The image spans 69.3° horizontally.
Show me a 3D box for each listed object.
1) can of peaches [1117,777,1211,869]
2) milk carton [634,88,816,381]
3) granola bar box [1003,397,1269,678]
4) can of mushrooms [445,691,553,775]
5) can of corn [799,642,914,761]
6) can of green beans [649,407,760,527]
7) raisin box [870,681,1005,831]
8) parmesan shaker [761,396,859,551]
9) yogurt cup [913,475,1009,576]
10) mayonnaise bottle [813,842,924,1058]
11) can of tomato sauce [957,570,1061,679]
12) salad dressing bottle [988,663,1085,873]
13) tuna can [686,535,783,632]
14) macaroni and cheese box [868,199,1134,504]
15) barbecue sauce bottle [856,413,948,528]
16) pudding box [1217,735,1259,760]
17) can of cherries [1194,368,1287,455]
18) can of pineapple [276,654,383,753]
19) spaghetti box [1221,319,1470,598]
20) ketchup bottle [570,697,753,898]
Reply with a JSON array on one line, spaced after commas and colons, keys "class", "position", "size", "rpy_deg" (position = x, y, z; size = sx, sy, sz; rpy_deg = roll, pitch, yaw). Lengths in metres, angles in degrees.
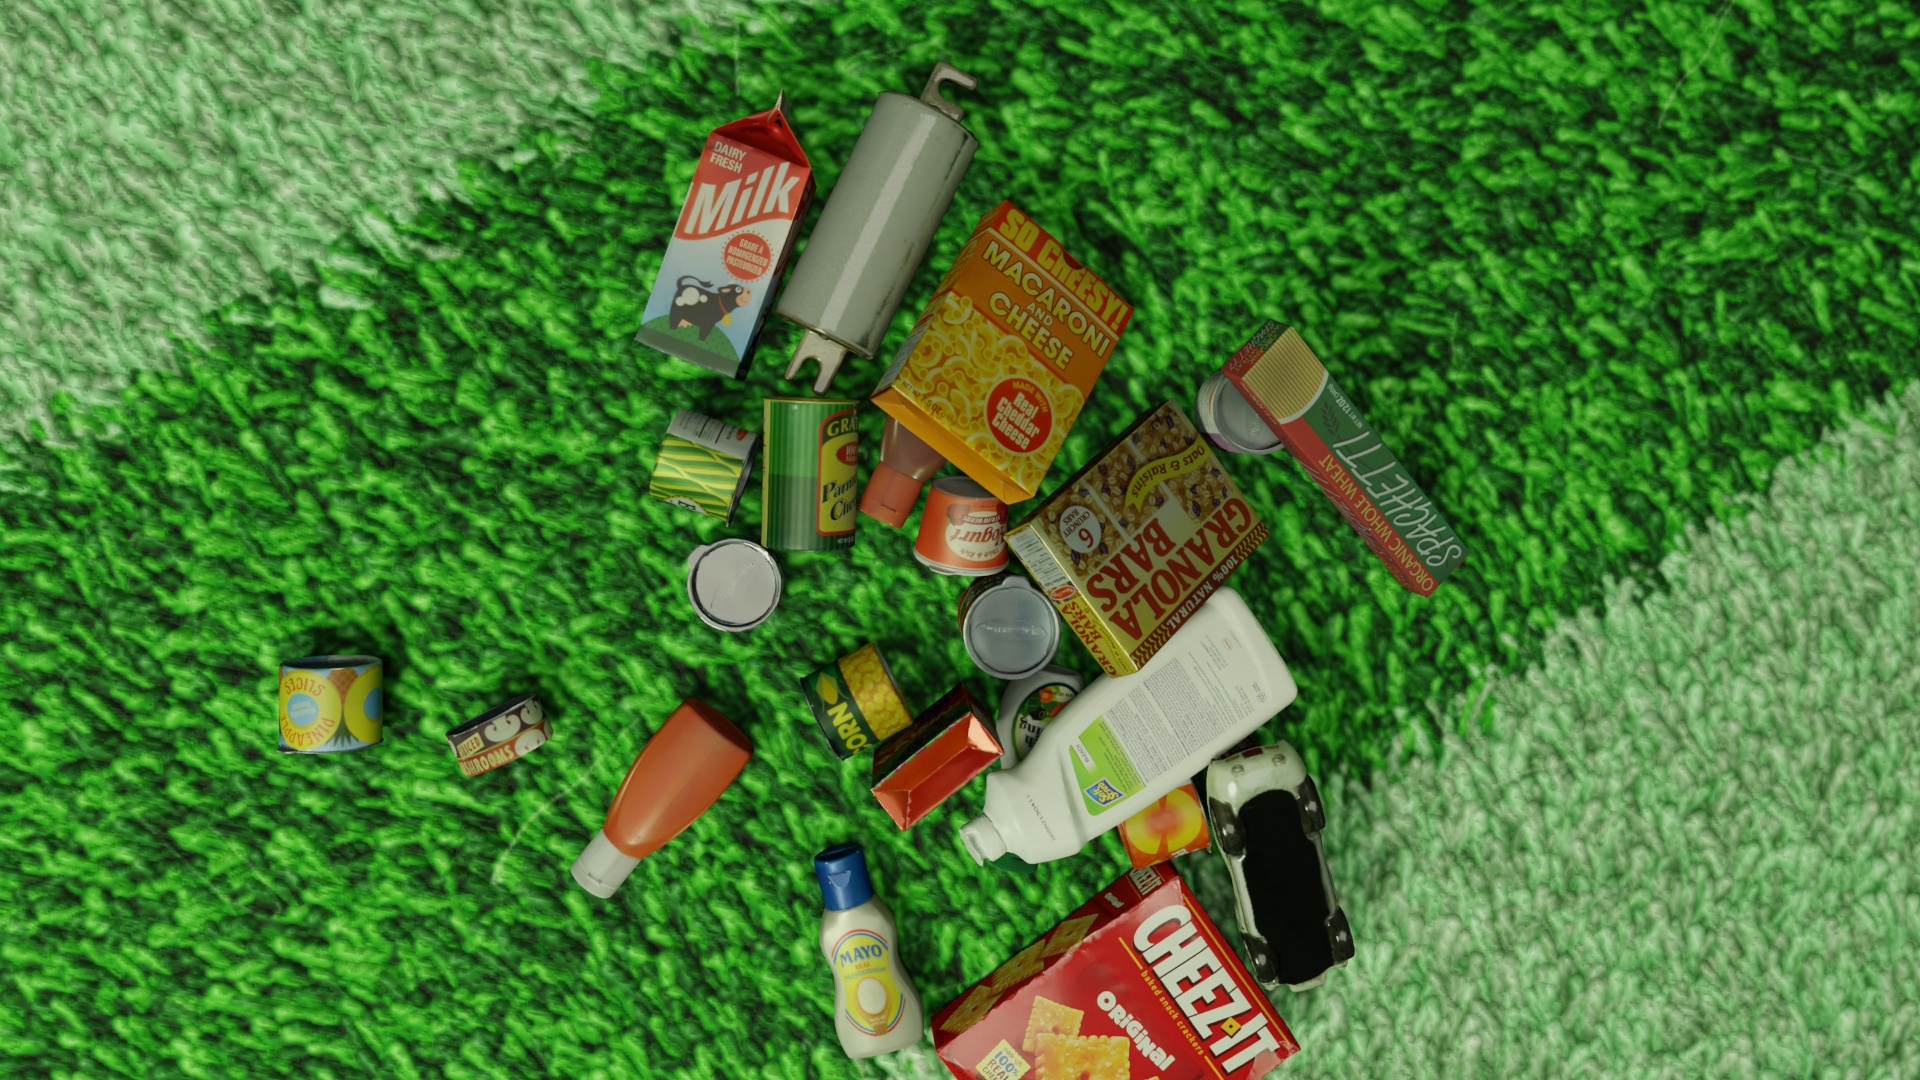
[{"class": "can of peaches", "position": [0.143, 0.200, 1.001], "size": [0.058, 0.071, 0.071], "rpy_deg": [-17, 95, -2]}, {"class": "milk carton", "position": [-0.151, -0.210, 0.948], "size": [0.073, 0.072, 0.190], "rpy_deg": [21, 92, -5]}, {"class": "granola bar box", "position": [0.125, -0.003, 0.959], "size": [0.166, 0.039, 0.124], "rpy_deg": [-40, 96, -32]}, {"class": "can of mushrooms", "position": [-0.320, 0.135, 0.962], "size": [0.071, 0.071, 0.033], "rpy_deg": [-23, 97, -2]}, {"class": "can of corn", "position": [-0.072, 0.114, 0.978], "size": [0.058, 0.071, 0.071], "rpy_deg": [-28, 96, -2]}, {"class": "can of green beans", "position": [-0.177, -0.052, 0.961], "size": [0.058, 0.071, 0.071], "rpy_deg": [19, 93, -5]}, {"class": "raisin box", "position": [-0.017, 0.146, 0.957], "size": [0.086, 0.123, 0.040], "rpy_deg": [-39, 95, 0]}, {"class": "parmesan shaker", "position": [-0.103, -0.047, 0.967], "size": [0.071, 0.071, 0.103], "rpy_deg": [1, 98, -4]}, {"class": "yogurt cup", "position": [0.003, -0.012, 0.970], "size": [0.072, 0.072, 0.053], "rpy_deg": [6, 109, -4]}, {"class": "mayonnaise bottle", "position": [-0.072, 0.295, 1.005], "size": [0.065, 0.041, 0.148], "rpy_deg": [-14, 96, -1]}, {"class": "can of tomato sauce", "position": [0.032, 0.056, 0.974], "size": [0.071, 0.083, 0.071], "rpy_deg": [0, 94, -4]}, {"class": "salad dressing bottle", "position": [0.052, 0.164, 1.003], "size": [0.064, 0.044, 0.147], "rpy_deg": [10, 94, -17]}, {"class": "tuna can", "position": [-0.161, 0.028, 0.984], "size": [0.071, 0.033, 0.071], "rpy_deg": [0, 94, -4]}, {"class": "macaroni and cheese box", "position": [0.033, -0.128, 0.940], "size": [0.123, 0.040, 0.167], "rpy_deg": [37, 68, -19]}, {"class": "barbecue sauce bottle", "position": [-0.025, -0.081, 0.981], "size": [0.065, 0.044, 0.148], "rpy_deg": [26, 93, -12]}, {"class": "pudding box", "position": [0.217, 0.182, 1.013], "size": [0.030, 0.050, 0.083], "rpy_deg": [-27, 97, 4]}, {"class": "can of cherries", "position": [0.207, -0.093, 0.989], "size": [0.071, 0.058, 0.071], "rpy_deg": [0, 93, -4]}, {"class": "can of pineapple", "position": [-0.433, 0.112, 0.953], "size": [0.071, 0.071, 0.058], "rpy_deg": [1, 94, -4]}, {"class": "spaghetti box", "position": [0.273, -0.052, 0.968], "size": [0.050, 0.029, 0.249], "rpy_deg": [-47, 117, 0]}, {"class": "ketchup bottle", "position": [-0.216, 0.186, 0.986], "size": [0.065, 0.043, 0.149], "rpy_deg": [40, 91, -5]}]
